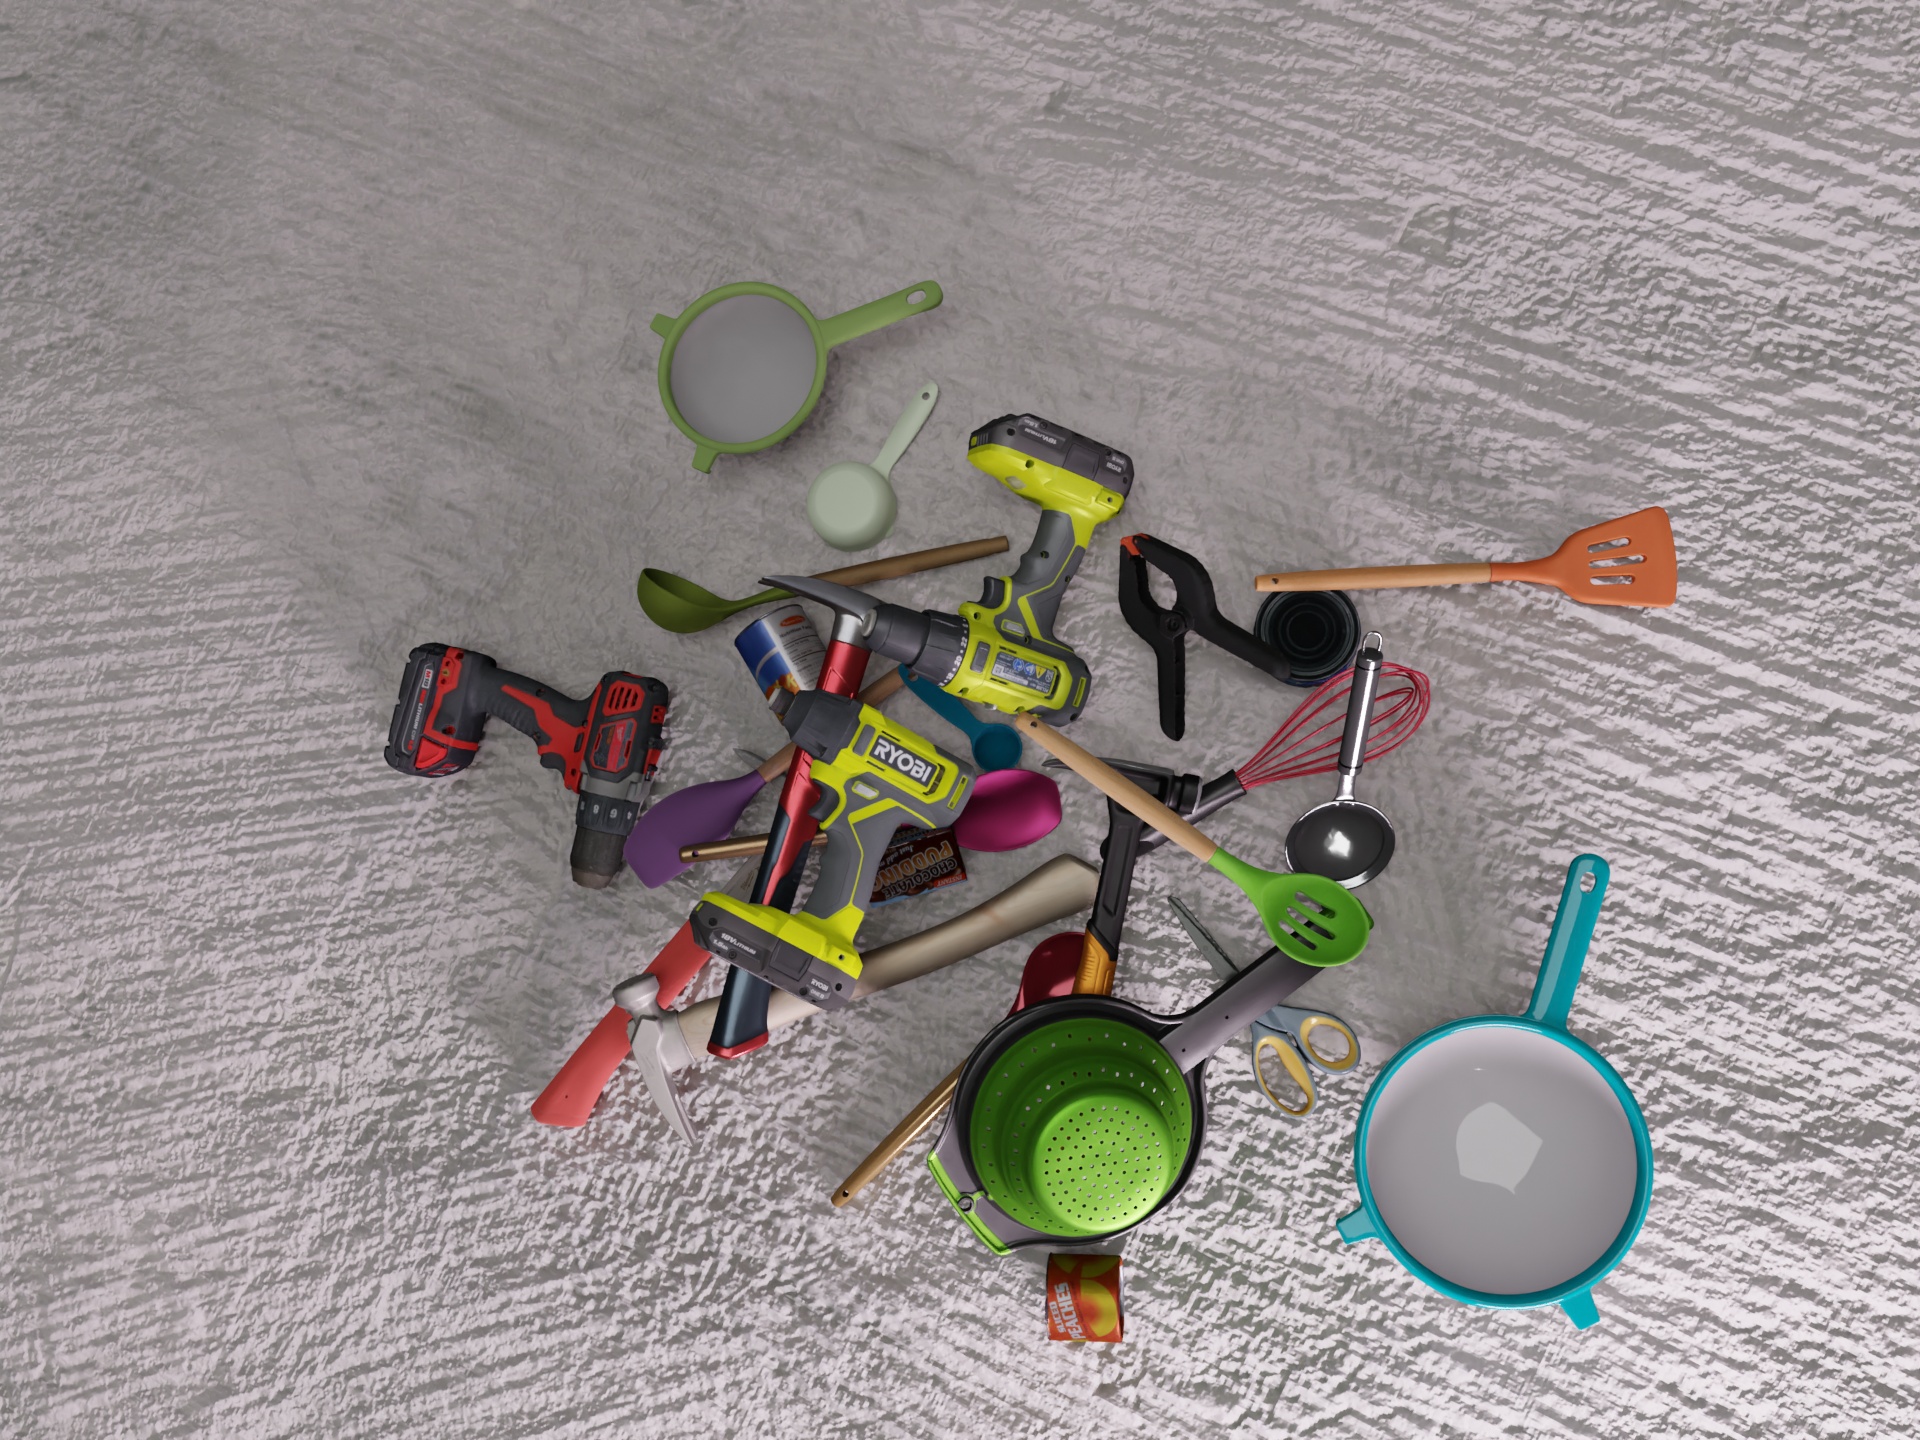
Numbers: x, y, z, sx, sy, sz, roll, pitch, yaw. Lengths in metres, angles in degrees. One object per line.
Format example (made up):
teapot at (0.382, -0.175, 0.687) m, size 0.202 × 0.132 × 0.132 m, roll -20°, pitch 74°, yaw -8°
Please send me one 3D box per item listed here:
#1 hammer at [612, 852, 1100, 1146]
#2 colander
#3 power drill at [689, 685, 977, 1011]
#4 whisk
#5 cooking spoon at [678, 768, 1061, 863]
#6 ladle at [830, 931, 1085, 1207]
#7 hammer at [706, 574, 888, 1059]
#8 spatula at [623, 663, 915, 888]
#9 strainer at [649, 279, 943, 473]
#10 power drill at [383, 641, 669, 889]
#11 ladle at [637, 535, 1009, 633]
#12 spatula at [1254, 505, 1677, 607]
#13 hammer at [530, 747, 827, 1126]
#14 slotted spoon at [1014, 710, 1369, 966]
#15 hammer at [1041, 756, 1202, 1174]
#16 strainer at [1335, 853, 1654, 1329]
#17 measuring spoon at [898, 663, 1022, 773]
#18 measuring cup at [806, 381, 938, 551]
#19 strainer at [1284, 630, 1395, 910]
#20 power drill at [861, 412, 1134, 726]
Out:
hammer at (-0.071, 0.215, 1.309) m, size 0.410 × 0.038 × 0.146 m, roll -21°, pitch 94°, yaw 2°
colander at (0.163, 0.269, 1.206) m, size 0.397 × 0.094 × 0.204 m, roll -36°, pitch 100°, yaw -3°
power drill at (-0.109, 0.094, 1.228) m, size 0.171 × 0.080 × 0.223 m, roll 29°, pitch 77°, yaw -11°
whisk at (0.240, 0.039, 1.275) m, size 0.296 × 0.073 × 0.073 m, roll -30°, pitch 80°, yaw 12°
cooking spoon at (-0.074, 0.089, 1.319) m, size 0.319 × 0.017 × 0.068 m, roll -8°, pitch 98°, yaw -2°
ladle at (0.006, 0.291, 1.308) m, size 0.069 × 0.031 × 0.315 m, roll 45°, pitch 95°, yaw 5°
hammer at (-0.147, 0.077, 1.276) m, size 0.143 × 0.038 × 0.386 m, roll 19°, pitch 83°, yaw -13°
spatula at (-0.147, 0.030, 1.335) m, size 0.316 × 0.018 × 0.060 m, roll -36°, pitch 87°, yaw -4°
strainer at (-0.131, -0.314, 1.369) m, size 0.256 × 0.069 × 0.151 m, roll -20°, pitch 79°, yaw 7°
power drill at (-0.375, 0.034, 1.379) m, size 0.227 × 0.080 × 0.188 m, roll 12°, pitch 87°, yaw 8°
ladle at (-0.118, -0.130, 1.358) m, size 0.320 × 0.078 × 0.062 m, roll -12°, pitch 103°, yaw 4°
spatula at (0.395, -0.118, 1.254) m, size 0.322 × 0.041 × 0.081 m, roll -3°, pitch 84°, yaw -1°
hammer at (-0.246, 0.199, 1.358) m, size 0.149 × 0.036 × 0.359 m, roll 42°, pitch 92°, yaw 11°
slotted spoon at (0.173, 0.086, 1.220) m, size 0.314 × 0.031 × 0.070 m, roll 35°, pitch 73°, yaw 5°
hammer at (0.100, 0.196, 1.262) m, size 0.127 × 0.034 × 0.337 m, roll 10°, pitch 93°, yaw 5°
strainer at (0.419, 0.264, 1.202) m, size 0.211 × 0.095 × 0.340 m, roll 18°, pitch 86°, yaw 9°
measuring spoon at (-0.002, -0.004, 1.334) m, size 0.128 × 0.021 × 0.042 m, roll 41°, pitch 86°, yaw 5°
measuring cup at (-0.071, -0.223, 1.364) m, size 0.083 × 0.038 × 0.167 m, roll 34°, pitch 93°, yaw 12°
strainer at (0.299, 0.039, 1.221) m, size 0.087 × 0.050 × 0.258 m, roll 0°, pitch 126°, yaw 0°
power drill at (0.035, -0.125, 1.285) m, size 0.190 × 0.080 × 0.228 m, roll 19°, pitch 85°, yaw -21°
